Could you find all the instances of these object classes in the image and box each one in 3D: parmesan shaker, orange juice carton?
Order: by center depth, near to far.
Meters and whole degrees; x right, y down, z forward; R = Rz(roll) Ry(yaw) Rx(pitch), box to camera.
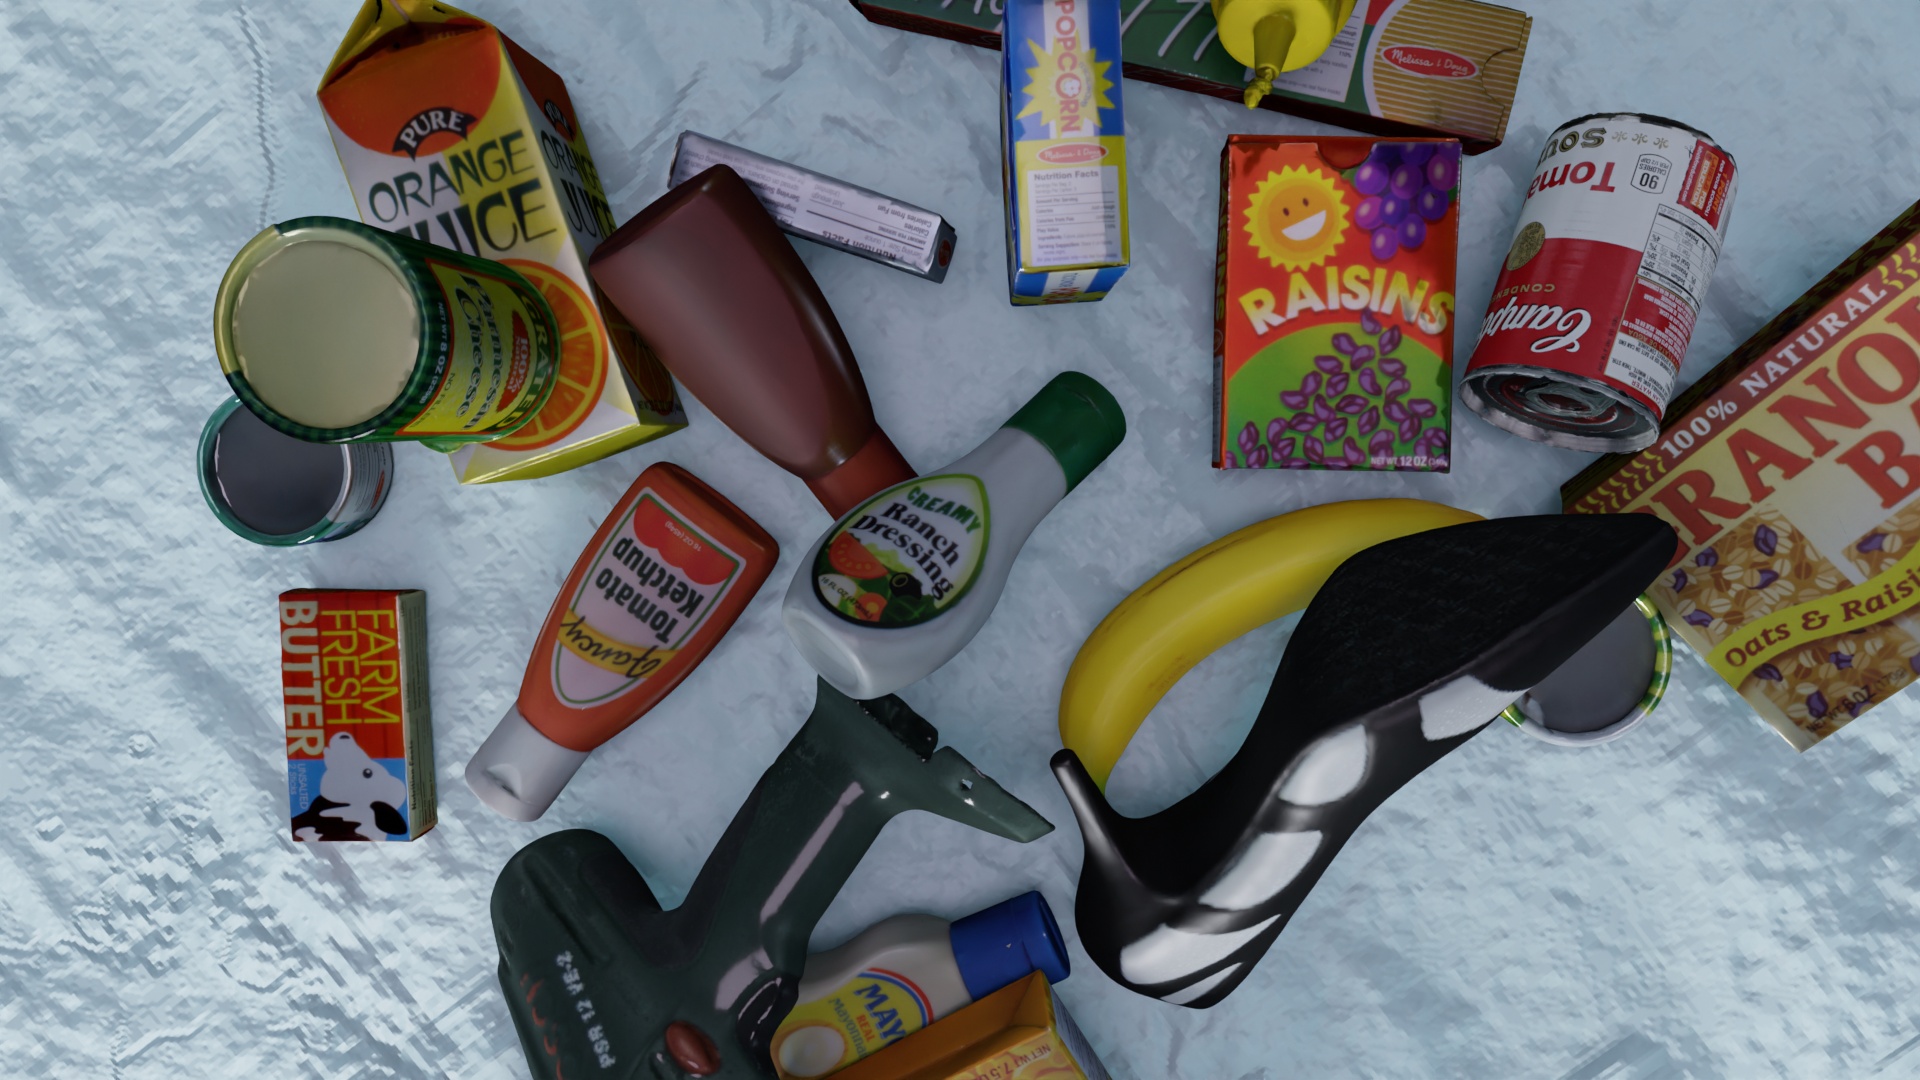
[{"bbox_3d":[-0.178,-0.061,0.443,0.071,0.103,0.071,0,95,3],"label":"parmesan shaker"},{"bbox_3d":[-0.176,-0.122,0.528,0.073,0.072,0.192,-19,93,5],"label":"orange juice carton"}]

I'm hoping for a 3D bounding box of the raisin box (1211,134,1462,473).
[{"bbox_3d":[0.139,-0.087,0.525,0.086,0.040,0.123,2,93,5],"label":"raisin box"}]

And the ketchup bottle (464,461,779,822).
[{"bbox_3d":[-0.139,0.044,0.551,0.065,0.043,0.148,38,96,1],"label":"ketchup bottle"}]

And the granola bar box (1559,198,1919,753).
[{"bbox_3d":[0.320,-0.023,0.486,0.124,0.039,0.165,46,117,4],"label":"granola bar box"}]

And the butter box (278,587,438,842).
[{"bbox_3d":[-0.247,0.071,0.570,0.053,0.024,0.103,-2,94,4],"label":"butter box"}]

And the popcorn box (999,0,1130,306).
[{"bbox_3d":[0.034,-0.130,0.485,0.038,0.127,0.085,-4,94,2],"label":"popcorn box"}]

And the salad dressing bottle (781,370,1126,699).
[{"bbox_3d":[0.002,-0.006,0.506,0.064,0.043,0.148,35,62,23],"label":"salad dressing bottle"}]

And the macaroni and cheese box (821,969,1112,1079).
[{"bbox_3d":[0.019,0.263,0.537,0.123,0.040,0.166,-29,106,7],"label":"macaroni and cheese box"}]

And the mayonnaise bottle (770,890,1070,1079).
[{"bbox_3d":[-0.031,0.183,0.553,0.148,0.041,0.064,-24,96,6],"label":"mayonnaise bottle"}]

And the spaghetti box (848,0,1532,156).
[{"bbox_3d":[0.084,-0.198,0.526,0.250,0.029,0.050,13,95,3],"label":"spaghetti box"}]

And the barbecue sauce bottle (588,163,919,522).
[{"bbox_3d":[-0.067,-0.062,0.515,0.064,0.044,0.148,-26,116,25],"label":"barbecue sauce bottle"}]

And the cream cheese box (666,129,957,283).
[{"bbox_3d":[-0.055,-0.126,0.528,0.104,0.053,0.024,19,97,3],"label":"cream cheese box"}]

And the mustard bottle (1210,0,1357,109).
[{"bbox_3d":[0.117,-0.211,0.480,0.065,0.048,0.161,12,64,5],"label":"mustard bottle"}]

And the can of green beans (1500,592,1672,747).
[{"bbox_3d":[0.220,0.039,0.518,0.071,0.058,0.071,0,94,4],"label":"can of green beans"}]

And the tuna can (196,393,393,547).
[{"bbox_3d":[-0.271,-0.031,0.560,0.071,0.033,0.071,0,94,4],"label":"tuna can"}]
